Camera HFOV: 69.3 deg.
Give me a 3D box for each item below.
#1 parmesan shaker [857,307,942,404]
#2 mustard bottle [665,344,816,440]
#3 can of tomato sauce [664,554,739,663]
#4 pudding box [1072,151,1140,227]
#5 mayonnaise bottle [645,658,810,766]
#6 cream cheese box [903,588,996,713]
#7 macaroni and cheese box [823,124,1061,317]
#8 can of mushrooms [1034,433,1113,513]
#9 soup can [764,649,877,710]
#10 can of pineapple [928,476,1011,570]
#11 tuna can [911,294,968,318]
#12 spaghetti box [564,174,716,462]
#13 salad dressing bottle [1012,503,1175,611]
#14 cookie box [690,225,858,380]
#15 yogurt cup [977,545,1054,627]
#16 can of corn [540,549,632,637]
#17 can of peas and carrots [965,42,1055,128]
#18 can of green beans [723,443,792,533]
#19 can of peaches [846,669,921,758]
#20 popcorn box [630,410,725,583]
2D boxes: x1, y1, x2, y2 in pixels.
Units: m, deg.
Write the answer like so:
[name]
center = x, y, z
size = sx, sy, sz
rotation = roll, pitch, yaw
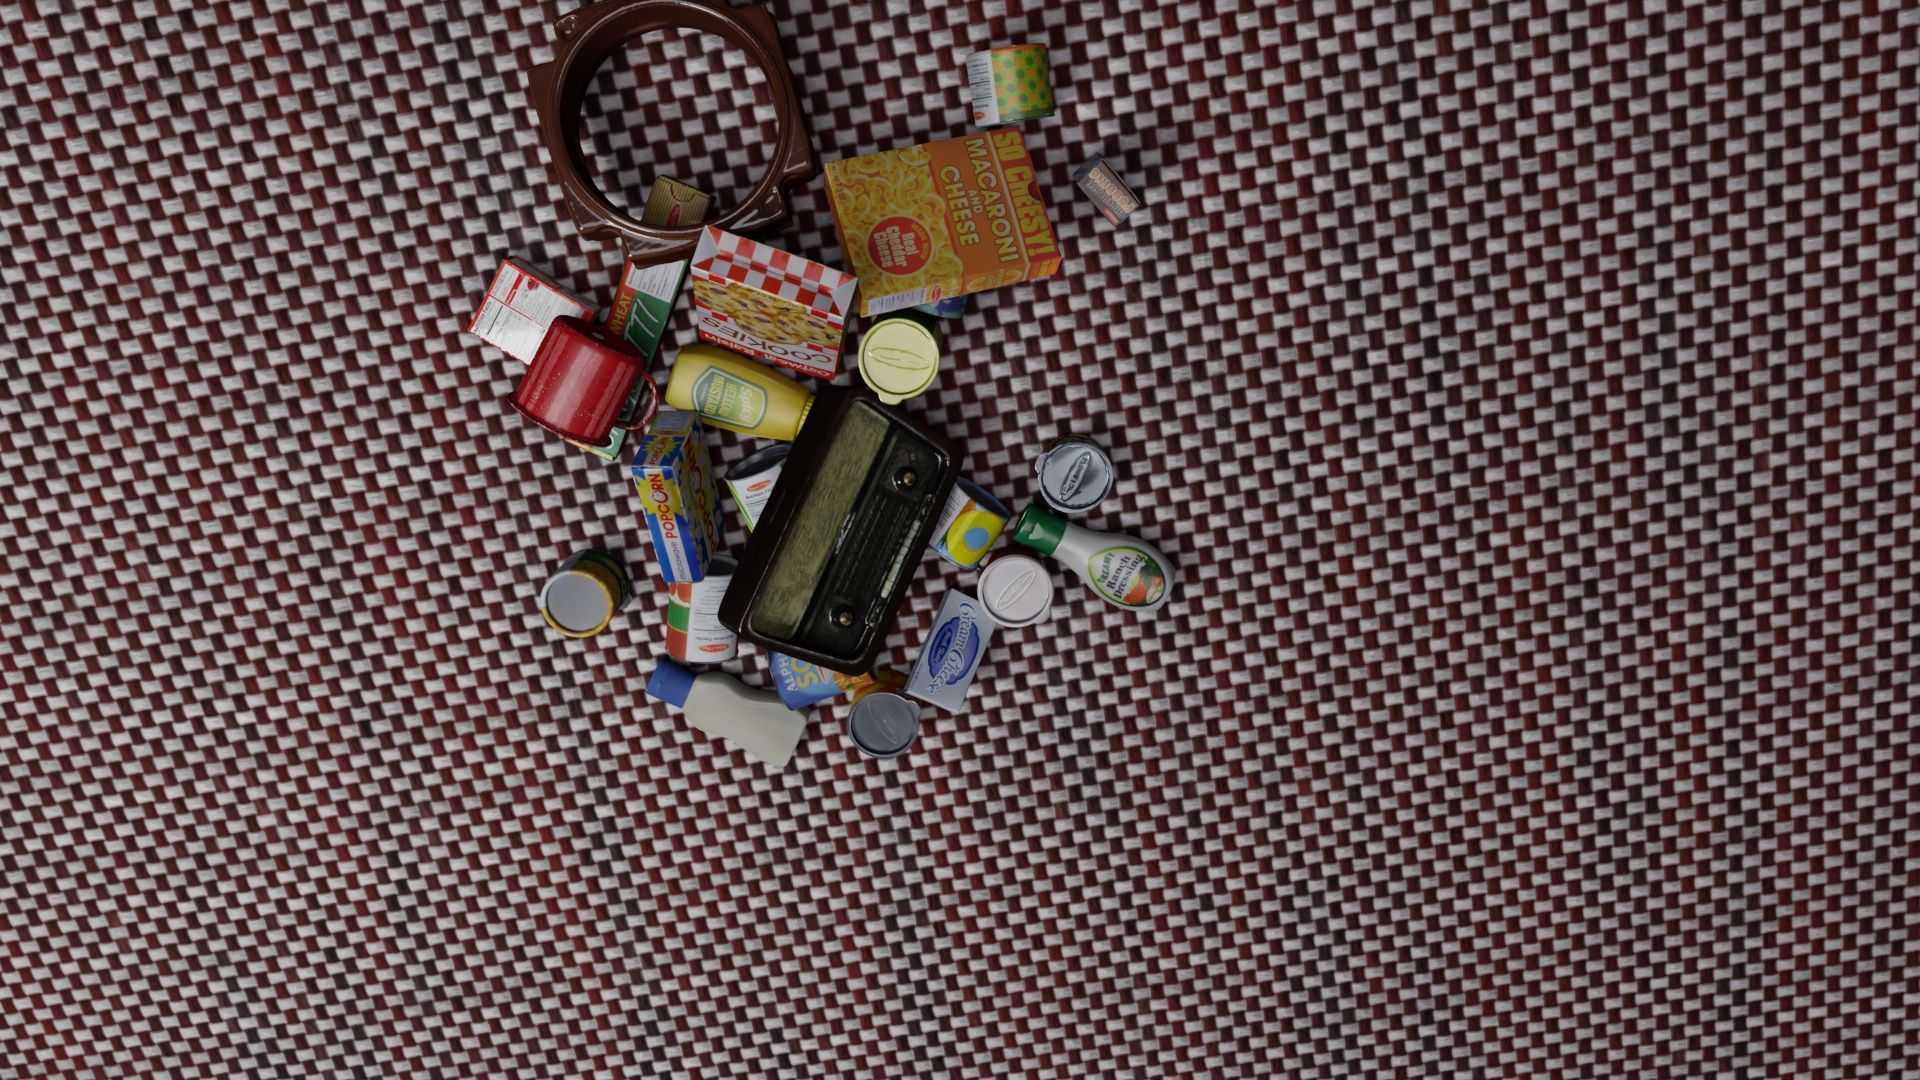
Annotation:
[parmesan shaker]
center = -0.050, -0.159, 1.169
size = 0.071, 0.103, 0.071
rotation = 0, 107, 0
[mustard bottle]
center = -0.172, -0.121, 1.209
size = 0.160, 0.049, 0.065
rotation = 17, 112, -5
[can of tomato sauce]
center = -0.232, 0.060, 1.257
size = 0.071, 0.071, 0.082
rotation = 7, 107, -2
[pudding box]
center = 0.120, -0.288, 1.139
size = 0.030, 0.084, 0.049
rotation = -41, 103, 15
[mayonnaise bottle]
center = -0.218, 0.155, 1.298
size = 0.148, 0.041, 0.064
rotation = 25, 106, -6
[cream cheese box]
center = -0.007, 0.101, 1.265
size = 0.053, 0.024, 0.104
rotation = 25, 77, -8
[macaroni and cheese box]
center = -0.015, -0.260, 1.125
size = 0.167, 0.040, 0.124
rotation = -14, 78, -9
[can of mushrooms]
center = 0.099, -0.061, 1.234
size = 0.071, 0.033, 0.070
rotation = 0, 108, 0
[soup can]
center = -0.126, 0.110, 1.268
size = 0.084, 0.071, 0.071
rotation = -20, 106, 6
[can of pineapple]
center = 0.004, -0.015, 1.232
size = 0.071, 0.071, 0.057
rotation = 33, 104, -9
[tuna can]
center = -0.027, -0.213, 1.169
size = 0.071, 0.071, 0.032
rotation = 17, 107, -5
[spaghetti box]
center = -0.278, -0.190, 1.199
size = 0.050, 0.029, 0.249
rotation = 23, 105, -6
[salad dressing bottle]
center = 0.120, 0.014, 1.251
size = 0.148, 0.044, 0.064
rotation = 25, 104, -7
[cookie box]
center = -0.152, -0.188, 1.130
size = 0.123, 0.167, 0.040
rotation = 18, 78, -5
[yogurt cup]
center = 0.049, 0.038, 1.253
size = 0.072, 0.054, 0.072
rotation = 0, 107, 0
[can of corn]
center = -0.337, 0.049, 1.257
size = 0.071, 0.058, 0.071
rotation = 0, 107, 1
[can of peas and carrots]
center = 0.042, -0.369, 1.126
size = 0.071, 0.071, 0.058
rotation = -8, 106, 3
[can of green beans]
center = -0.166, -0.044, 1.221
size = 0.071, 0.071, 0.057
rotation = -21, 112, 7
[can of peaches]
center = -0.068, 0.159, 1.288
size = 0.071, 0.058, 0.071
rotation = 0, 106, 1
[popcorn box]
center = -0.241, -0.037, 1.195
size = 0.038, 0.085, 0.126
rotation = 0, 128, 9
